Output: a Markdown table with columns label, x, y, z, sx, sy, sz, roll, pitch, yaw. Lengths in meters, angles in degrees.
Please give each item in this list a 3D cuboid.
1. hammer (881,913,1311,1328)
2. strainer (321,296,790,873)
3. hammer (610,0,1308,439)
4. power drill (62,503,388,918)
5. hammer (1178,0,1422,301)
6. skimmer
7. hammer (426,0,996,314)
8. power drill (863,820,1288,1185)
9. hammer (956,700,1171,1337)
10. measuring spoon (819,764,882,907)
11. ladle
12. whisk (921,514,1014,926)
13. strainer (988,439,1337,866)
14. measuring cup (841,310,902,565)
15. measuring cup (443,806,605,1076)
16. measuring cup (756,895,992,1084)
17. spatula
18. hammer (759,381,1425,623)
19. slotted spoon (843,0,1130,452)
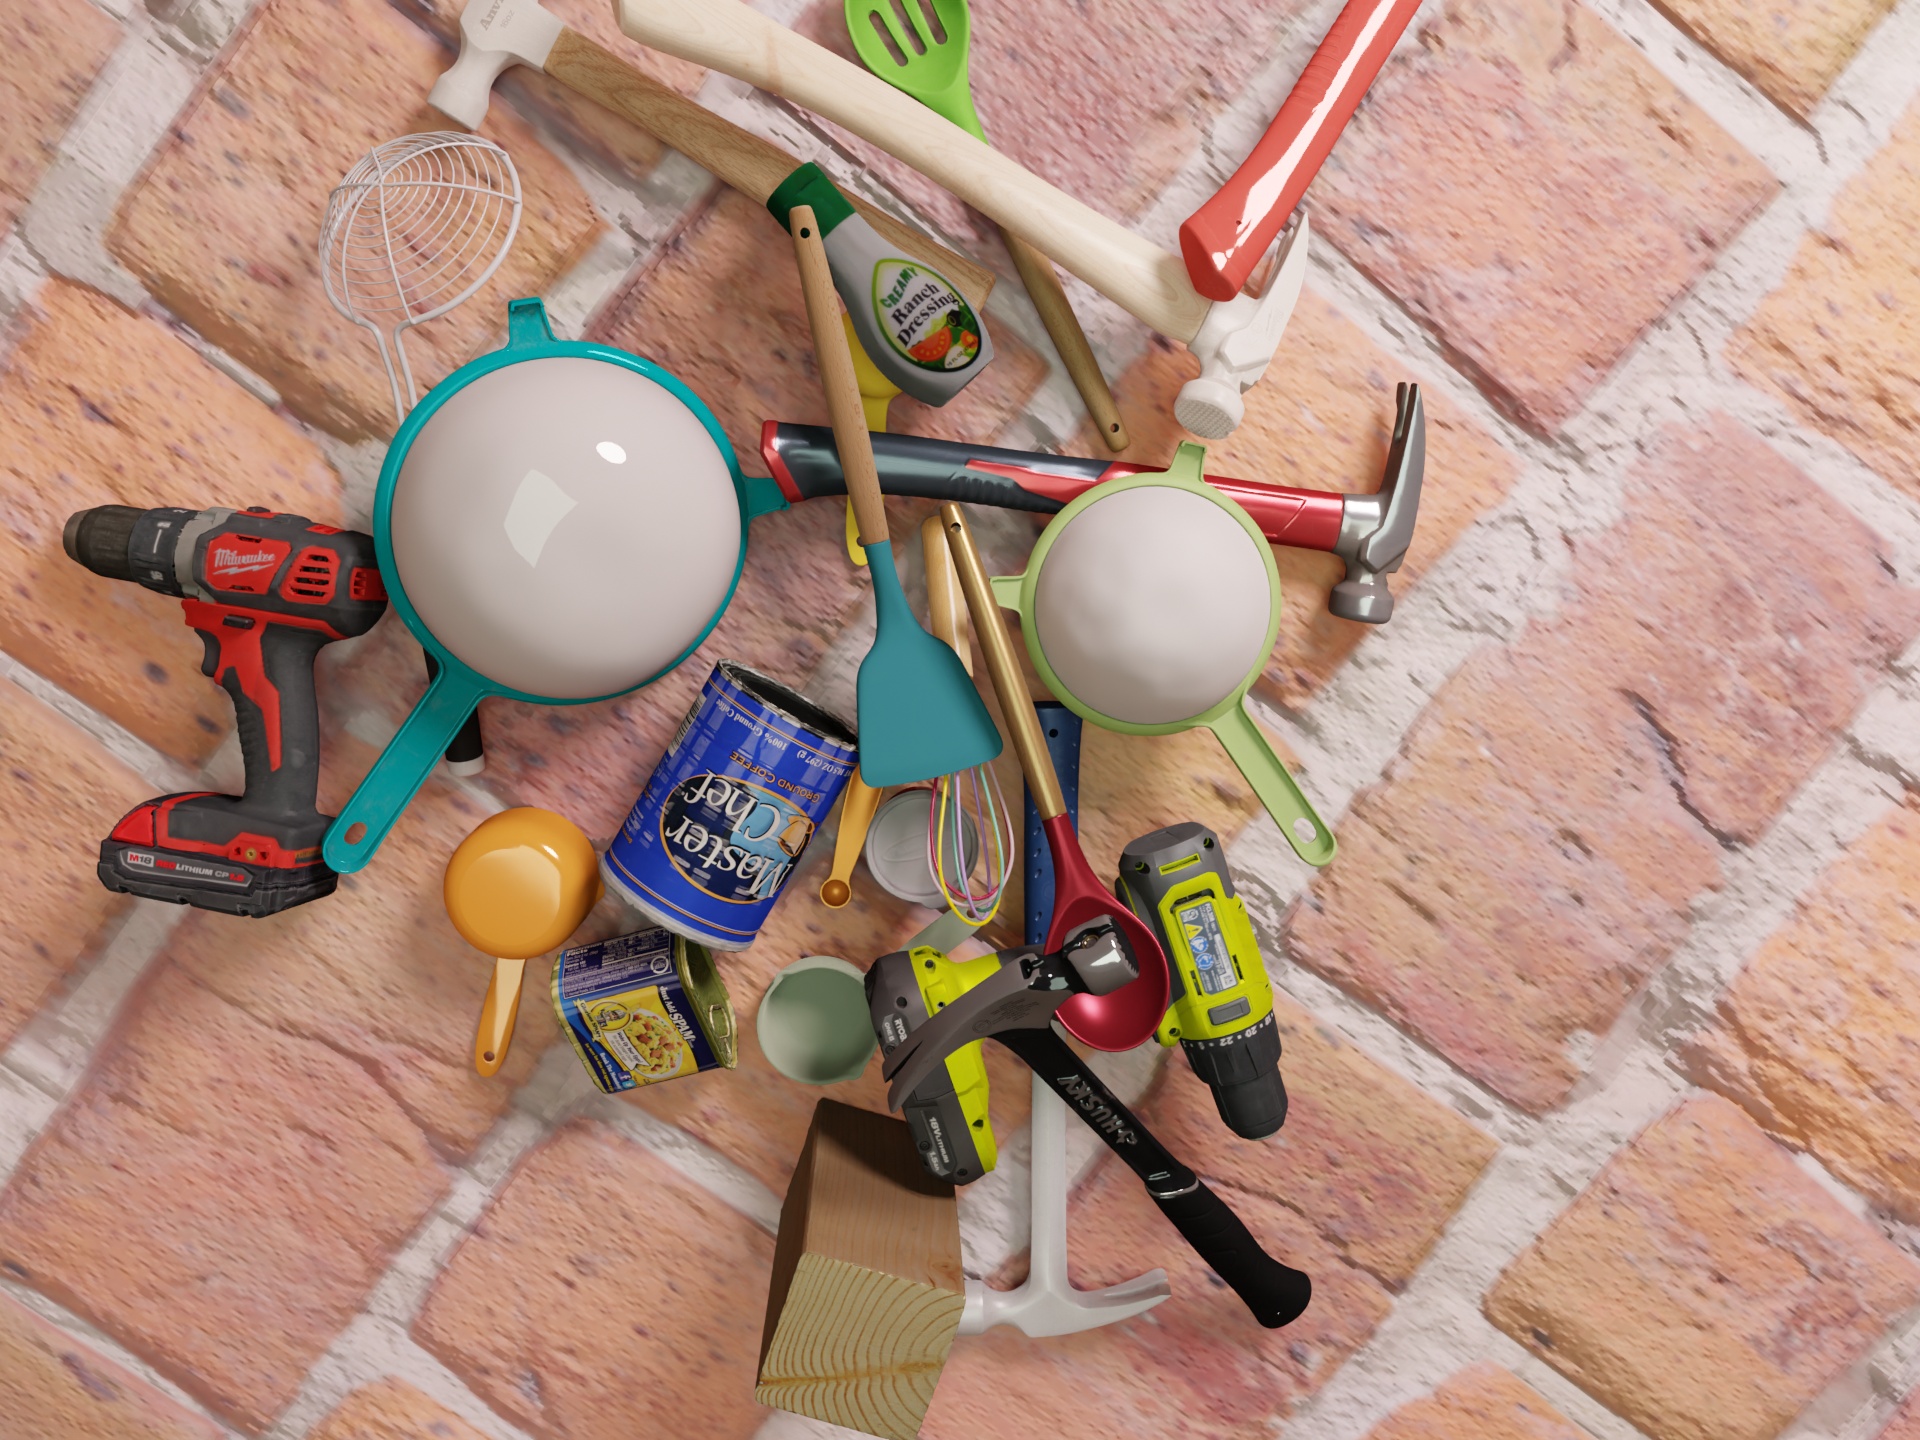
| label | x | y | z | sx | sy | sz | roll | pitch | yaw |
| --- | --- | --- | --- | --- | --- | --- | --- | --- | --- |
| hammer | 0.108 | 0.258 | 0.904 | 0.149 | 0.036 | 0.408 | -29 | 130 | 11 |
| strainer | -0.246 | -0.046 | 0.875 | 0.210 | 0.095 | 0.340 | 35 | 90 | -29 |
| hammer | 0.002 | -0.315 | 0.878 | 0.410 | 0.038 | 0.146 | 28 | 71 | -8 |
| power drill | -0.435 | -0.014 | 0.919 | 0.188 | 0.080 | 0.226 | 10 | 95 | 7 |
| hammer | 0.236 | -0.381 | 0.881 | 0.149 | 0.037 | 0.359 | 32 | 83 | -5 |
| skimmer | -0.296 | -0.150 | 0.927 | 0.127 | 0.090 | 0.363 | 4 | 110 | 19 |
| hammer | -0.128 | -0.326 | 0.912 | 0.331 | 0.031 | 0.130 | 29 | 96 | -6 |
| power drill | 0.074 | 0.184 | 0.935 | 0.228 | 0.080 | 0.190 | -19 | 97 | -3 |
| hammer | 0.061 | 0.191 | 0.992 | 0.144 | 0.035 | 0.405 | 0 | 98 | -2 |
| measuring spoon | -0.064 | 0.059 | 0.982 | 0.021 | 0.011 | 0.117 | 16 | 94 | -4 |
| ladle | 0.042 | 0.029 | 0.880 | 0.069 | 0.031 | 0.315 | -18 | 88 | -2 |
| whisk | -0.003 | -0.003 | 0.920 | 0.047 | 0.051 | 0.245 | -1 | 75 | -20 |
| strainer | 0.140 | -0.019 | 0.887 | 0.151 | 0.069 | 0.256 | -35 | 96 | 2 |
| measuring cup | -0.053 | -0.169 | 0.938 | 0.062 | 0.029 | 0.156 | 4 | 97 | -3 |
| measuring cup | -0.275 | 0.141 | 0.961 | 0.095 | 0.052 | 0.173 | 13 | 95 | -4 |
| measuring cup | -0.050 | 0.156 | 0.982 | 0.167 | 0.038 | 0.083 | -36 | 98 | 1 |
| spatula | -0.050 | -0.123 | 0.879 | 0.082 | 0.044 | 0.317 | -13 | 102 | -1 |
| hammer | 0.078 | -0.150 | 0.927 | 0.386 | 0.038 | 0.143 | 7 | 102 | -7 |
| slotted spoon | 0.024 | -0.298 | 0.925 | 0.070 | 0.031 | 0.313 | -28 | 100 | -1 |
